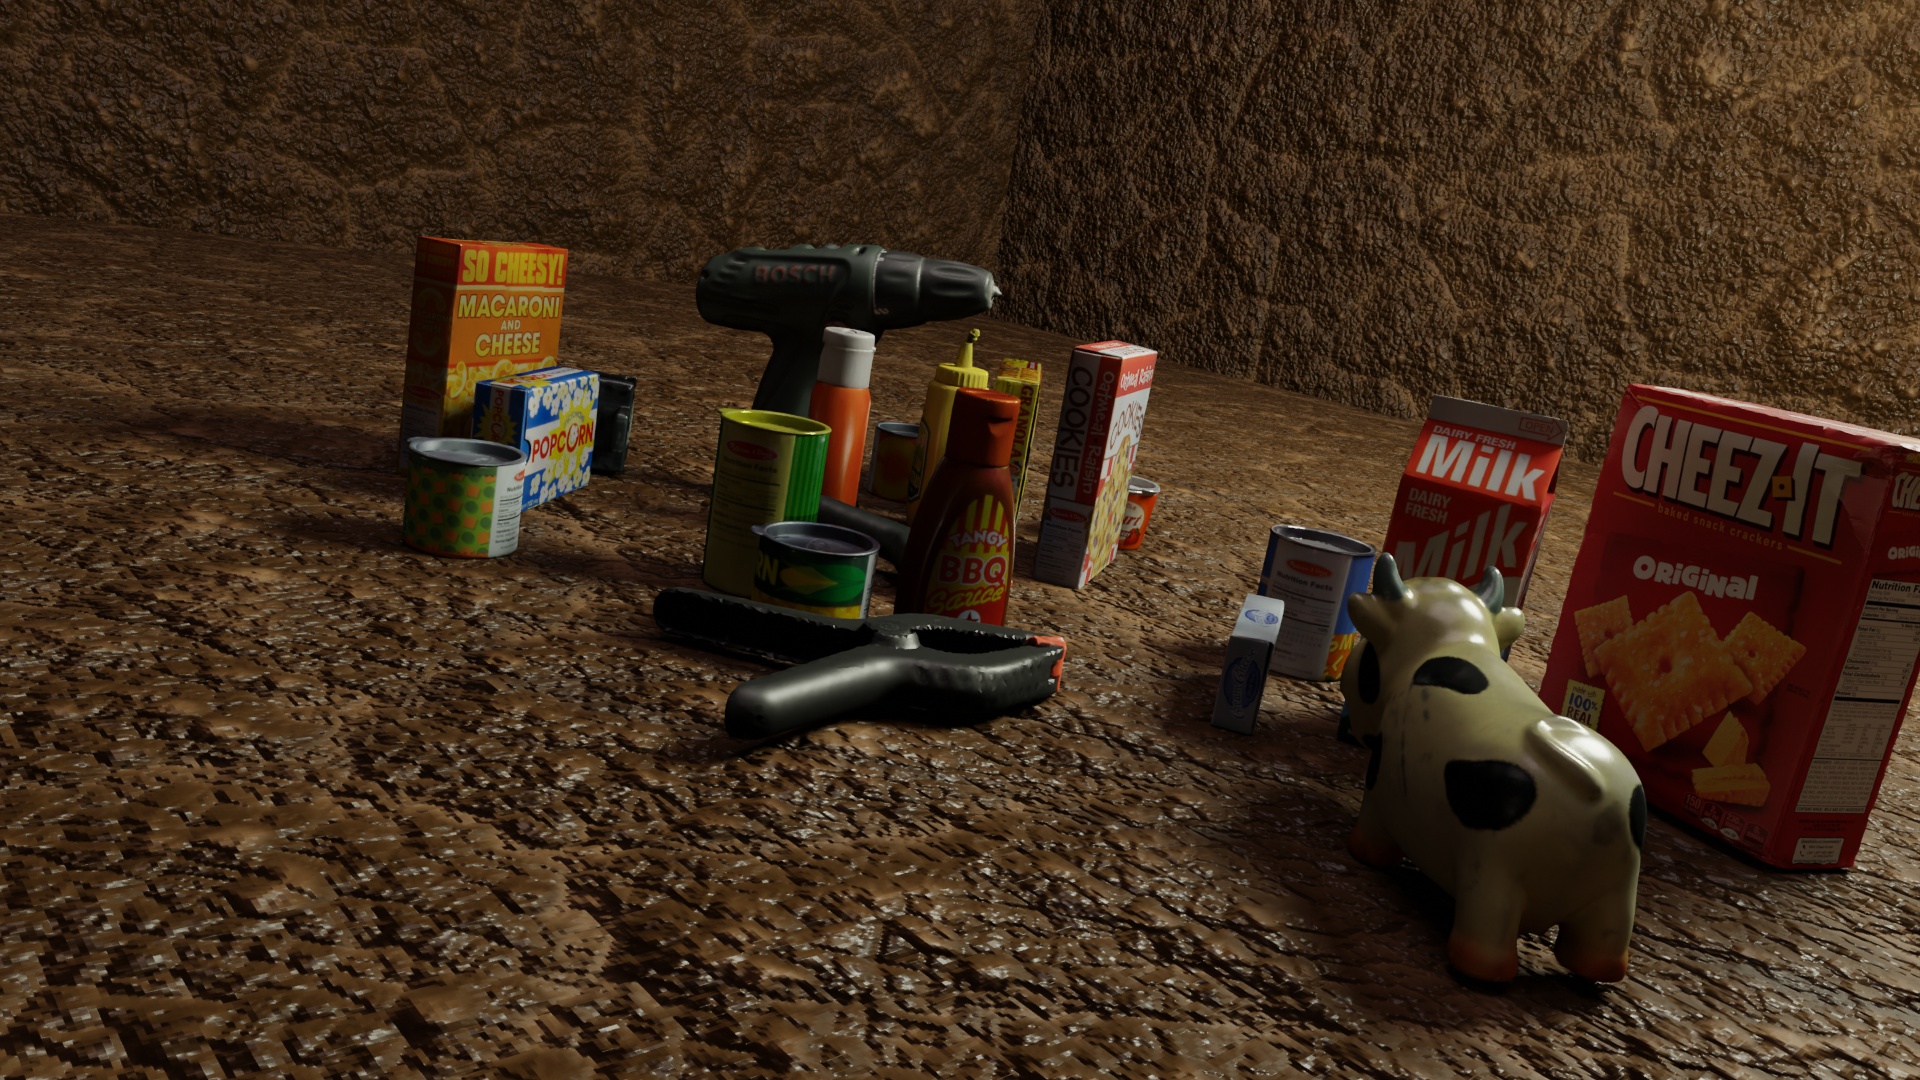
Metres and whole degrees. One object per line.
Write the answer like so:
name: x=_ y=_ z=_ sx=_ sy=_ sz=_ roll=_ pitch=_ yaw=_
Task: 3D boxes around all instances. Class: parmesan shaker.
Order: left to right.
parmesan shaker: x=-0.121 y=-0.023 z=0.844 sx=0.071 sy=0.102 sz=0.071 roll=9 pitch=13 yaw=-2

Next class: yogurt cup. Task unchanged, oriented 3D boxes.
yogurt cup: x=0.126 y=-0.025 z=1.142 sx=0.072 sy=0.053 sz=0.072 roll=9 pitch=13 yaw=-2

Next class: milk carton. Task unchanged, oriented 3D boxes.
milk carton: x=0.266 y=0.021 z=0.747 sx=0.072 sy=0.190 sz=0.073 roll=16 pitch=14 yaw=25

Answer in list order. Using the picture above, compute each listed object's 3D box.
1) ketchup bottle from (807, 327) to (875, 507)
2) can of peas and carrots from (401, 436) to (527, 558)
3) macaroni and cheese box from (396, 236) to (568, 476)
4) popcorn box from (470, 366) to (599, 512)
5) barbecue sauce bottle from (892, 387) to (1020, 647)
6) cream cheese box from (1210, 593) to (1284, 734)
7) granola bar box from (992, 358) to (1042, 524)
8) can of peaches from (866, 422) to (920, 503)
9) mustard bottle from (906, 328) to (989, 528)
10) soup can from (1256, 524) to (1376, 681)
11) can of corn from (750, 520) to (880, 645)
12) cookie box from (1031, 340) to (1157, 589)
ketchup bottle: x=-0.089 y=-0.075 z=0.988 sx=0.043 sy=0.148 sz=0.065 roll=9 pitch=13 yaw=-4
can of peas and carrots: x=-0.297 y=-0.026 z=0.824 sx=0.071 sy=0.058 sz=0.071 roll=9 pitch=13 yaw=-2
macaroni and cheese box: x=-0.343 y=-0.132 z=1.001 sx=0.040 sy=0.166 sz=0.124 roll=14 pitch=13 yaw=17
popcorn box: x=-0.294 y=-0.072 z=0.964 sx=0.038 sy=0.085 sz=0.127 roll=11 pitch=13 yaw=5
barbecue sauce bottle: x=0.003 y=-0.010 z=0.777 sx=0.065 sy=0.148 sz=0.044 roll=3 pitch=14 yaw=-29
cream cheese box: x=0.162 y=0.067 z=0.777 sx=0.024 sy=0.053 sz=0.104 roll=13 pitch=13 yaw=14
granola bar box: x=0.041 y=-0.084 z=1.177 sx=0.039 sy=0.124 sz=0.166 roll=10 pitch=13 yaw=1
can of peaches: x=-0.042 y=-0.066 z=1.182 sx=0.071 sy=0.058 sz=0.071 roll=9 pitch=13 yaw=-2
mustard bottle: x=-0.007 y=-0.082 z=1.053 sx=0.049 sy=0.159 sz=0.065 roll=6 pitch=13 yaw=-15
soup can: x=0.221 y=0.038 z=0.877 sx=0.071 sy=0.083 sz=0.071 roll=9 pitch=13 yaw=-2
can of corn: x=-0.084 y=0.025 z=0.764 sx=0.071 sy=0.058 sz=0.071 roll=9 pitch=13 yaw=-2
cookie box: x=0.098 y=-0.060 z=1.019 sx=0.040 sy=0.167 sz=0.123 roll=13 pitch=13 yaw=16
